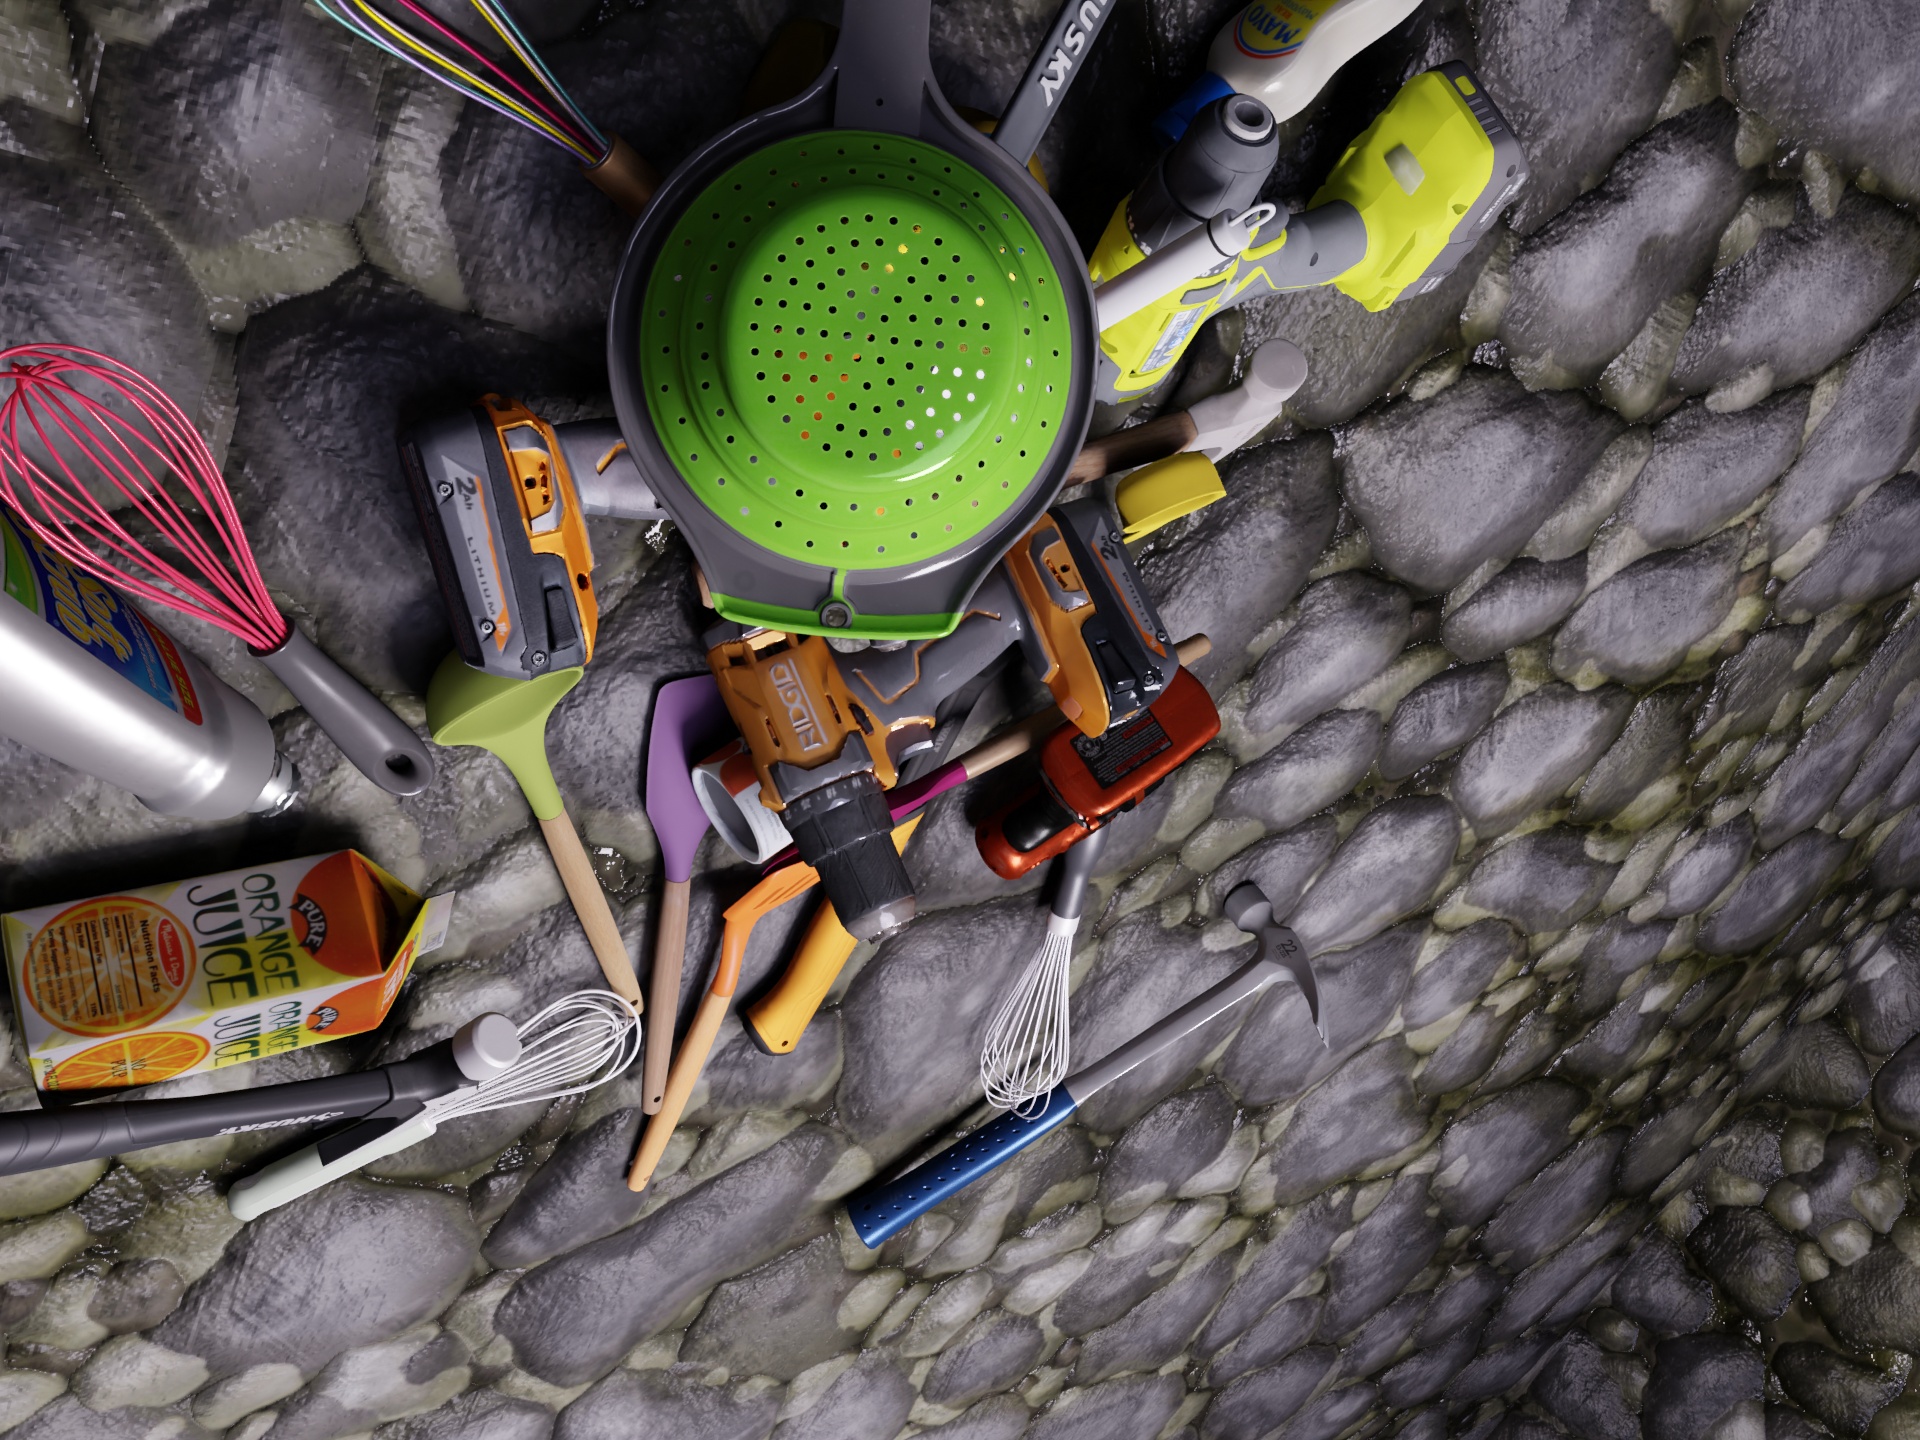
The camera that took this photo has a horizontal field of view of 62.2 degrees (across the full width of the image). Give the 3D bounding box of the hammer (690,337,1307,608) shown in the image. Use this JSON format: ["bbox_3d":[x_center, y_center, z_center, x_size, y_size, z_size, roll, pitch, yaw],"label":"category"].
[{"bbox_3d":[0.017,-0.122,0.849,0.331,0.031,0.130,-19,172,-12],"label":"hammer"}]

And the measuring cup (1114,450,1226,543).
[{"bbox_3d":[0.099,-0.119,0.893,0.062,0.156,0.029,-20,90,-13],"label":"measuring cup"}]

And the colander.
[{"bbox_3d":[-0.031,-0.225,0.610,0.204,0.094,0.397,4,98,-8],"label":"colander"}]

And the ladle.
[{"bbox_3d":[-0.209,0.073,0.857,0.078,0.062,0.319,-28,139,-18],"label":"ladle"}]

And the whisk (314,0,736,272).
[{"bbox_3d":[-0.163,-0.240,0.642,0.051,0.047,0.244,-41,142,12],"label":"whisk"}]

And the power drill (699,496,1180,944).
[{"bbox_3d":[-0.001,-0.003,0.838,0.226,0.185,0.084,-22,171,-12],"label":"power drill"}]

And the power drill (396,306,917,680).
[{"bbox_3d":[-0.122,-0.089,0.729,0.226,0.084,0.164,-19,102,-24],"label":"power drill"}]

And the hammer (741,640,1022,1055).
[{"bbox_3d":[-0.044,0.077,0.998,0.127,0.034,0.336,12,116,-41],"label":"hammer"}]

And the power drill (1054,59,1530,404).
[{"bbox_3d":[0.169,-0.256,0.803,0.228,0.080,0.190,-23,166,-23],"label":"power drill"}]

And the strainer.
[{"bbox_3d":[0.047,-0.188,0.768,0.086,0.050,0.258,10,158,-42],"label":"strainer"}]

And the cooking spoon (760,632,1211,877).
[{"bbox_3d":[0.021,0.018,0.947,0.319,0.017,0.068,-27,172,-20],"label":"cooking spoon"}]

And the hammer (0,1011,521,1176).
[{"bbox_3d":[-0.381,0.191,0.748,0.146,0.035,0.334,-32,160,28],"label":"hammer"}]

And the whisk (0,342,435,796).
[{"bbox_3d":[-0.308,-0.048,0.685,0.073,0.073,0.295,-35,144,-8],"label":"whisk"}]

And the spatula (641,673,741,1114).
[{"bbox_3d":[-0.167,0.111,0.938,0.059,0.018,0.315,-11,126,-36],"label":"spatula"}]

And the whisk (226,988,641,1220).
[{"bbox_3d":[-0.302,0.225,0.921,0.246,0.058,0.059,-25,104,-12],"label":"whisk"}]

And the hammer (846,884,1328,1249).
[{"bbox_3d":[0.095,0.284,1.220,0.405,0.144,0.035,-33,135,-1],"label":"hammer"}]

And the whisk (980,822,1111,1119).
[{"bbox_3d":[0.065,0.169,1.143,0.070,0.070,0.284,-6,121,-33],"label":"whisk"}]

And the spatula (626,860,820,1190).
[{"bbox_3d":[-0.152,0.192,0.998,0.081,0.041,0.322,-15,138,-51],"label":"spatula"}]

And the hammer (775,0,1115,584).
[{"bbox_3d":[0.019,-0.240,0.702,0.149,0.036,0.409,29,89,-44],"label":"hammer"}]
